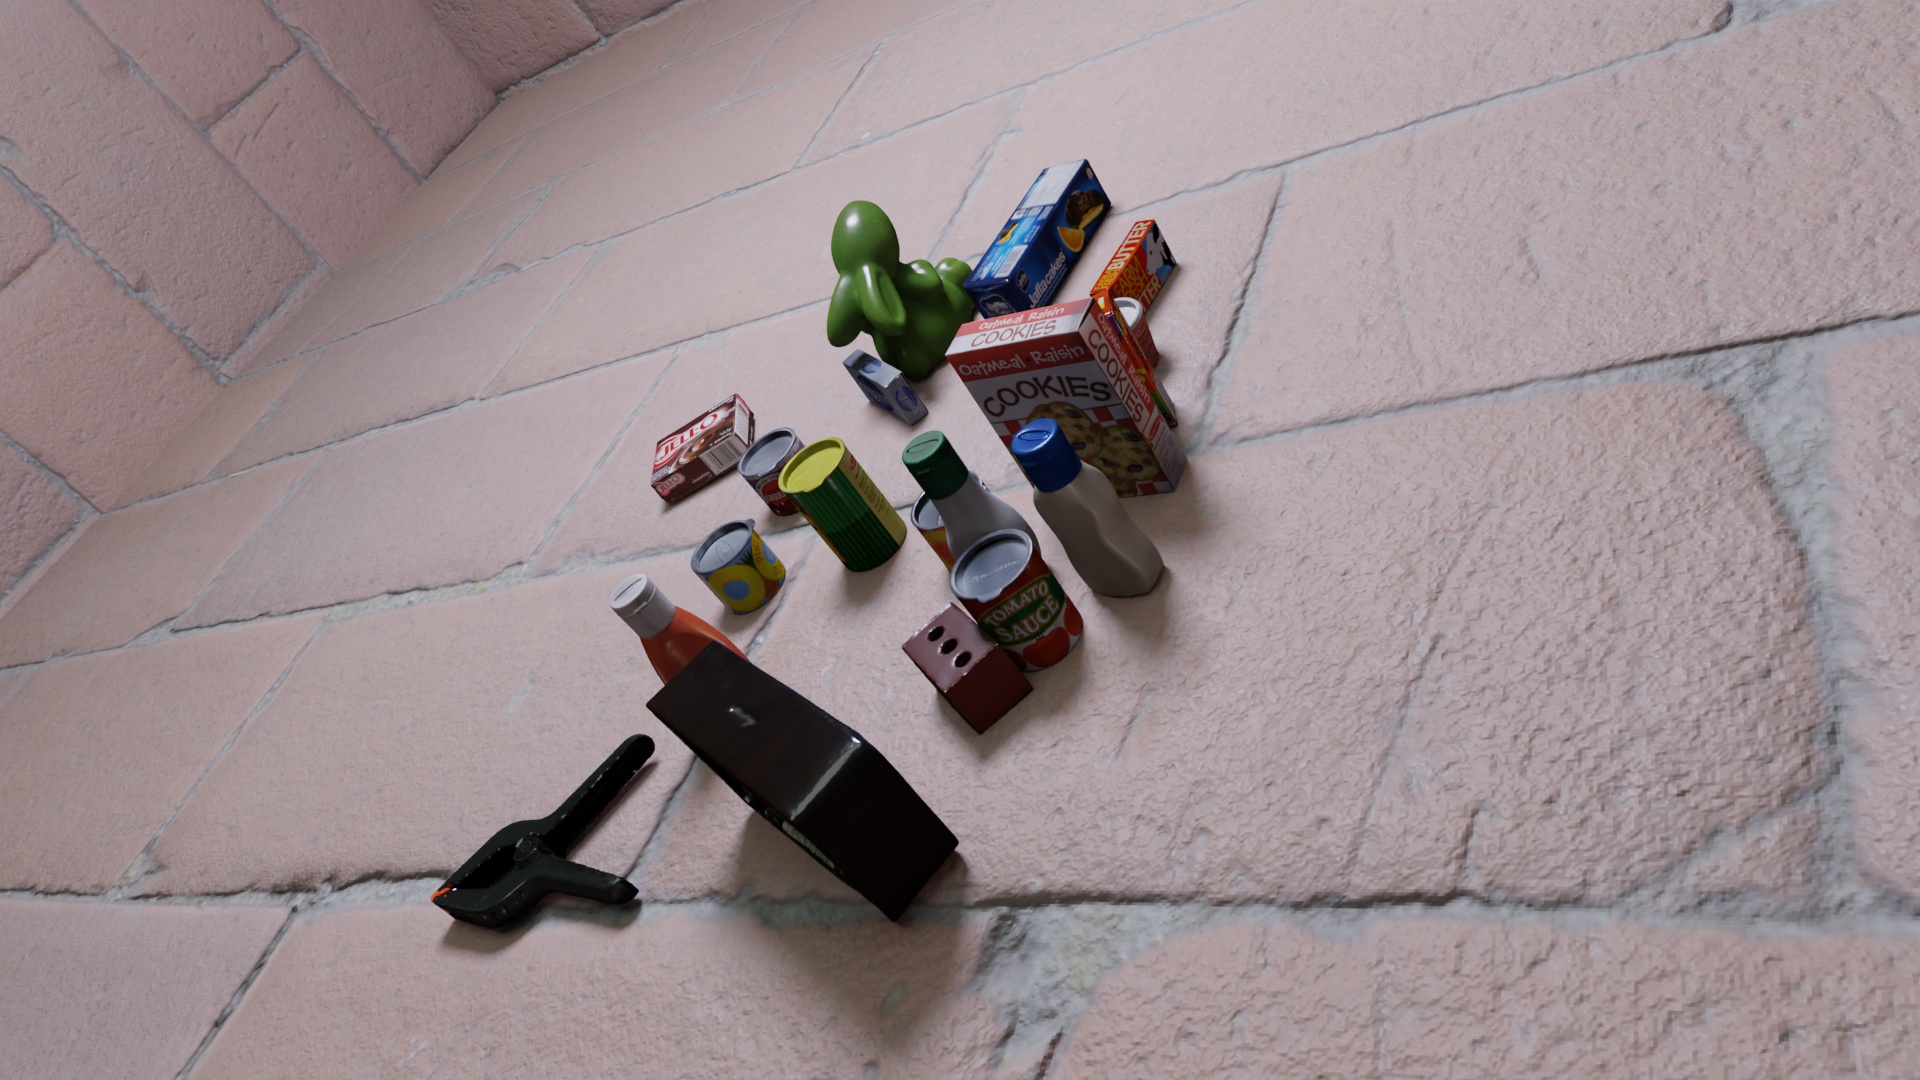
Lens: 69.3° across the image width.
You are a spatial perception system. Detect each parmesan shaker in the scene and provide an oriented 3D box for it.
[{"bbox_3d":[-0.100,-0.028,1.192,0.071,0.102,0.072,-24,35,18],"label":"parmesan shaker"}]

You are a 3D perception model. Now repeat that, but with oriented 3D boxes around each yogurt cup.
[{"bbox_3d":[0.136,-0.169,1.201,0.072,0.053,0.073,-23,35,18],"label":"yogurt cup"}]

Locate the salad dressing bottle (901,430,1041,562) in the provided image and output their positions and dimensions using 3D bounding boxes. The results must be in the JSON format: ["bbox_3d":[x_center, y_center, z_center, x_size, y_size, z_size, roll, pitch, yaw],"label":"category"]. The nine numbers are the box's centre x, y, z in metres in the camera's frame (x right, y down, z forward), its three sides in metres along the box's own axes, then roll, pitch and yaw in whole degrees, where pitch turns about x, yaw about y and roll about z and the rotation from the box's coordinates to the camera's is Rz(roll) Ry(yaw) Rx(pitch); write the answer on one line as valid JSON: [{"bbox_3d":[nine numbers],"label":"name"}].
[{"bbox_3d":[0.009,-0.019,1.044,0.064,0.147,0.044,-16,38,28],"label":"salad dressing bottle"}]

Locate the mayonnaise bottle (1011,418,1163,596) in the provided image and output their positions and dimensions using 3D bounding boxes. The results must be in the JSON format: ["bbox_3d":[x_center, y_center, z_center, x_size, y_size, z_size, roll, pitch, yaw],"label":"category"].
[{"bbox_3d":[0.086,-0.022,0.979,0.064,0.147,0.041,2,49,43],"label":"mayonnaise bottle"}]

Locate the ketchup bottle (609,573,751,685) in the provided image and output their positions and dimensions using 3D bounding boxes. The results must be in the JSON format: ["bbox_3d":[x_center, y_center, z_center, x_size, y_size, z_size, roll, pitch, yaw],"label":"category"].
[{"bbox_3d":[-0.221,0.089,1.113,0.065,0.148,0.043,-41,34,-7],"label":"ketchup bottle"}]

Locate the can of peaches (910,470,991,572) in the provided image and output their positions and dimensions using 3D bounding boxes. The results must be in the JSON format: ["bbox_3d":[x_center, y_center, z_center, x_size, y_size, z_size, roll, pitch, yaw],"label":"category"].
[{"bbox_3d":[0.004,-0.014,1.123,0.071,0.058,0.071,-23,35,18],"label":"can of peaches"}]

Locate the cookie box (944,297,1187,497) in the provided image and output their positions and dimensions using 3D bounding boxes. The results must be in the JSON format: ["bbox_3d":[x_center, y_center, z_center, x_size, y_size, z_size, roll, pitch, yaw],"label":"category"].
[{"bbox_3d":[0.082,-0.103,1.064,0.123,0.167,0.040,-5,44,38],"label":"cookie box"}]

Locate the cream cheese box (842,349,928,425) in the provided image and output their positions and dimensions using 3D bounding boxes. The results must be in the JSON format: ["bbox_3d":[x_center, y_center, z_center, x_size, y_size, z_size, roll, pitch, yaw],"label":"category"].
[{"bbox_3d":[-0.074,-0.151,1.365,0.024,0.053,0.104,-42,34,-9],"label":"cream cheese box"}]

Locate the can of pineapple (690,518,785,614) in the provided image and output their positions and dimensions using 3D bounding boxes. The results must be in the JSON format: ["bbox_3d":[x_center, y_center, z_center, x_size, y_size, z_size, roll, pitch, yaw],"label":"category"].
[{"bbox_3d":[-0.199,0.023,1.257,0.071,0.057,0.071,-23,35,18],"label":"can of pineapple"}]

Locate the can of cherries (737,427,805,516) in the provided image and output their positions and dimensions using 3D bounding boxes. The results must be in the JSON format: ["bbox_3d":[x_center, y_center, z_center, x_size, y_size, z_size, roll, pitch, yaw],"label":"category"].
[{"bbox_3d":[-0.172,-0.064,1.340,0.071,0.058,0.072,-23,35,18],"label":"can of cherries"}]

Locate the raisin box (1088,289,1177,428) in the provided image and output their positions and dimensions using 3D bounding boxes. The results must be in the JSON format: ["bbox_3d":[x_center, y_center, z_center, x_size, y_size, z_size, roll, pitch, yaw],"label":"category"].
[{"bbox_3d":[0.108,-0.128,1.113,0.086,0.123,0.040,-23,36,19],"label":"raisin box"}]

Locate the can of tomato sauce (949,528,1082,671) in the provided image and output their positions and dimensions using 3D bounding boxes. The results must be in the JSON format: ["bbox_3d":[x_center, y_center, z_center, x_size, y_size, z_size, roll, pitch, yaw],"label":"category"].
[{"bbox_3d":[0.041,0.045,0.995,0.071,0.083,0.071,-24,35,18],"label":"can of tomato sauce"}]

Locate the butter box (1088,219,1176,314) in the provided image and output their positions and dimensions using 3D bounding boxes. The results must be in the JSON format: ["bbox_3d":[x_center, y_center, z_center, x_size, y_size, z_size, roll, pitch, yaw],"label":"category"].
[{"bbox_3d":[0.159,-0.241,1.271,0.024,0.053,0.104,2,49,43],"label":"butter box"}]
